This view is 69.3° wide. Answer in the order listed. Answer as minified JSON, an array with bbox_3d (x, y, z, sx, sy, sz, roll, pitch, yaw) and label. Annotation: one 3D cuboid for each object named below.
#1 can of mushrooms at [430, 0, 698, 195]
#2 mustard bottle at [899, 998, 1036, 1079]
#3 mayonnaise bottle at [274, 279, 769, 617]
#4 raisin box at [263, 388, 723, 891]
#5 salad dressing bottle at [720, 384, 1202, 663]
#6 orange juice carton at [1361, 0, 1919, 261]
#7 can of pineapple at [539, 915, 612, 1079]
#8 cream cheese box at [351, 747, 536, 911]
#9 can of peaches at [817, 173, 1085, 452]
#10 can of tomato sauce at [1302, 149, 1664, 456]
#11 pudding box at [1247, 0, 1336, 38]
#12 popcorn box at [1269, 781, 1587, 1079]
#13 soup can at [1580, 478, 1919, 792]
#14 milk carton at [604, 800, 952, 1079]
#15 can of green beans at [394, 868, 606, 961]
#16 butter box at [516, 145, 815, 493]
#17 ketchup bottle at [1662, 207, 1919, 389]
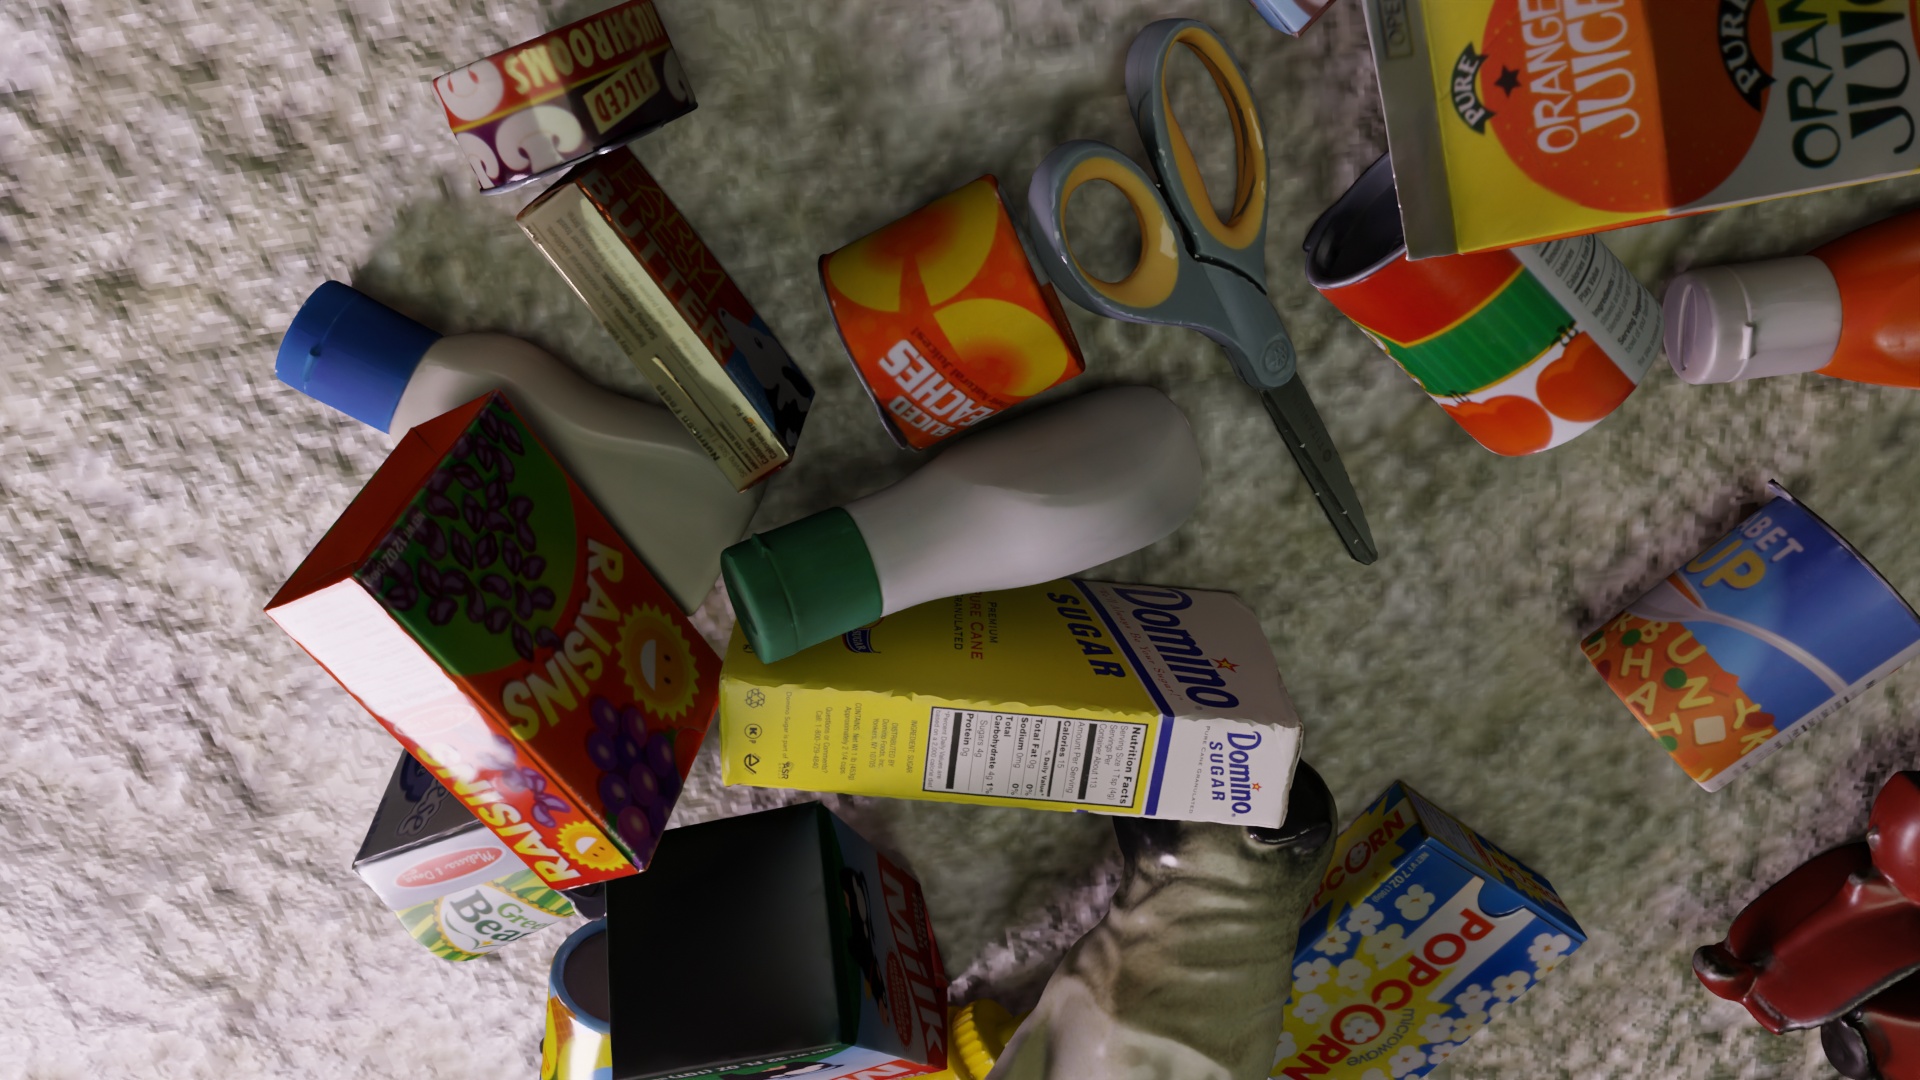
[{"bbox_3d":[-0.108,-0.124,0.385,0.071,0.071,0.033,-18,114,8],"label":"can of mushrooms"},{"bbox_3d":[-0.018,0.231,0.571,0.160,0.049,0.065,-38,112,15],"label":"mustard bottle"},{"bbox_3d":[-0.139,-0.033,0.446,0.148,0.041,0.064,28,118,-12],"label":"mayonnaise bottle"},{"bbox_3d":[-0.127,0.030,0.408,0.040,0.086,0.123,-18,123,24],"label":"raisin box"},{"bbox_3d":[0.002,-0.005,0.427,0.148,0.064,0.043,-20,124,-18],"label":"salad dressing bottle"},{"bbox_3d":[0.186,-0.118,0.347,0.193,0.073,0.071,-13,97,-18],"label":"orange juice carton"},{"bbox_3d":[-0.129,0.187,0.538,0.071,0.071,0.057,9,115,-5],"label":"can of pineapple"},{"bbox_3d":[-0.157,0.070,0.460,0.053,0.104,0.024,-19,122,10],"label":"cream cheese box"},{"bbox_3d":[-0.001,-0.066,0.415,0.058,0.071,0.071,-25,114,10],"label":"can of peaches"},{"bbox_3d":[0.155,-0.074,0.416,0.083,0.071,0.071,38,110,-18],"label":"can of tomato sauce"},{"bbox_3d":[0.081,-0.186,0.380,0.083,0.030,0.049,40,108,-18],"label":"pudding box"},{"bbox_3d":[0.165,0.166,0.548,0.085,0.038,0.126,34,111,-14],"label":"popcorn box"},{"bbox_3d":[0.264,0.033,0.470,0.071,0.071,0.083,41,109,-18],"label":"soup can"},{"bbox_3d":[-0.054,0.154,0.492,0.072,0.074,0.190,-12,155,5],"label":"milk carton"},{"bbox_3d":[-0.164,0.110,0.500,0.058,0.071,0.071,-26,114,12],"label":"can of green beans"},{"bbox_3d":[-0.086,-0.069,0.422,0.024,0.053,0.103,-31,112,17],"label":"butter box"},{"bbox_3d":[0.300,-0.075,0.430,0.149,0.044,0.064,-7,115,3],"label":"ketchup bottle"}]
